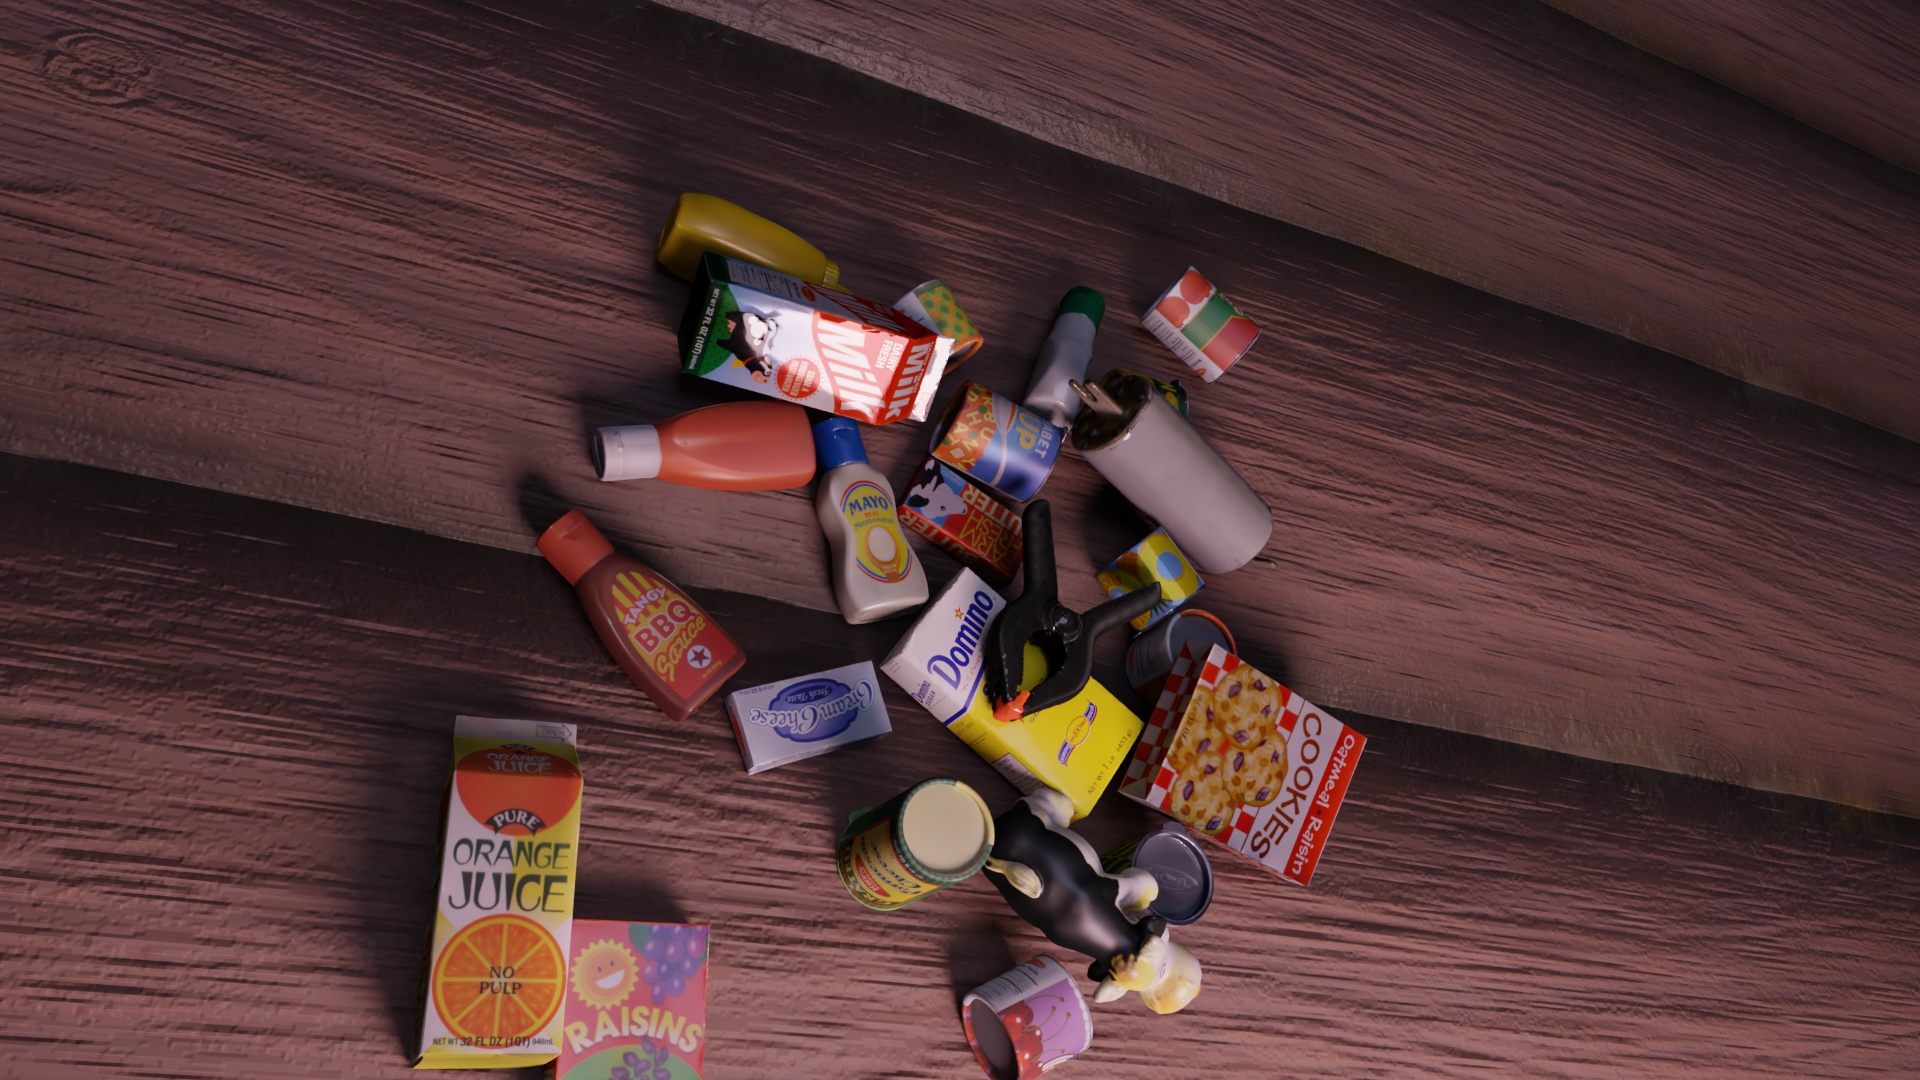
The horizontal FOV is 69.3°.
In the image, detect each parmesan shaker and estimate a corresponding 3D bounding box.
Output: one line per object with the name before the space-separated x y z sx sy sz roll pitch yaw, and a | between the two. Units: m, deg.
parmesan shaker | -0.032 0.191 0.884 0.071 0.102 0.071 11 63 -22

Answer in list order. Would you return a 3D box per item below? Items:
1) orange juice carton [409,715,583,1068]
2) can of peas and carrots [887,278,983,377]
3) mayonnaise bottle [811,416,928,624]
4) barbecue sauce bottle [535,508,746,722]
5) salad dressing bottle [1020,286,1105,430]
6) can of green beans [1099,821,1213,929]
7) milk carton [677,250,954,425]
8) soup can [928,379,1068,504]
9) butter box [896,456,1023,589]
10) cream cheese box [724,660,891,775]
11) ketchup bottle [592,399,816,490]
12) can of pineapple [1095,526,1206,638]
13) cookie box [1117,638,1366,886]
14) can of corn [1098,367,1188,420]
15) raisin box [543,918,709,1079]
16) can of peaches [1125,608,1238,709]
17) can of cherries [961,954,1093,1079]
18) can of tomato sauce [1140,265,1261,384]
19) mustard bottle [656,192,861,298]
orange juice carton | -0.260 0.194 0.785 0.072 0.072 0.193 9 63 -23
can of peas and carrots | -0.023 -0.161 1.078 0.071 0.070 0.059 -31 84 -34
mayonnaise bottle | -0.072 -0.016 0.999 0.065 0.041 0.148 -9 72 -30
barbecue sauce bottle | -0.211 0.045 0.898 0.148 0.043 0.065 46 56 0
salad dressing bottle | 0.086 -0.150 1.134 0.044 0.064 0.148 24 50 -5
can of green beans | 0.134 0.240 0.973 0.071 0.057 0.071 11 63 -22
milk carton | -0.102 -0.141 1.008 0.191 0.072 0.074 13 23 -21
soup can | 0.028 -0.078 1.062 0.084 0.071 0.072 27 58 -13
butter box | 0.004 -0.013 1.046 0.103 0.024 0.053 34 56 -9
cream cheese box | -0.101 0.118 0.931 0.104 0.024 0.053 -11 74 -30
ketchup bottle | -0.178 -0.064 0.967 0.149 0.043 0.065 -5 69 -29
can of pineapple | 0.145 0.032 1.073 0.071 0.070 0.058 -34 85 -34
cookie box | 0.210 0.164 1.018 0.167 0.040 0.123 31 77 -25
can of corn | 0.145 -0.105 1.135 0.058 0.071 0.071 14 62 -20
raisin box | -0.192 0.284 0.798 0.086 0.040 0.124 9 65 -22
can of peaches | 0.172 0.092 1.062 0.071 0.057 0.071 11 62 -22
can of cherries | 0.043 0.310 0.888 0.058 0.071 0.071 -17 76 -32
can of tomato sauce | 0.210 -0.189 1.209 0.083 0.071 0.071 41 56 -4
mustard bottle | -0.144 -0.206 1.042 0.160 0.065 0.049 19 57 -25
